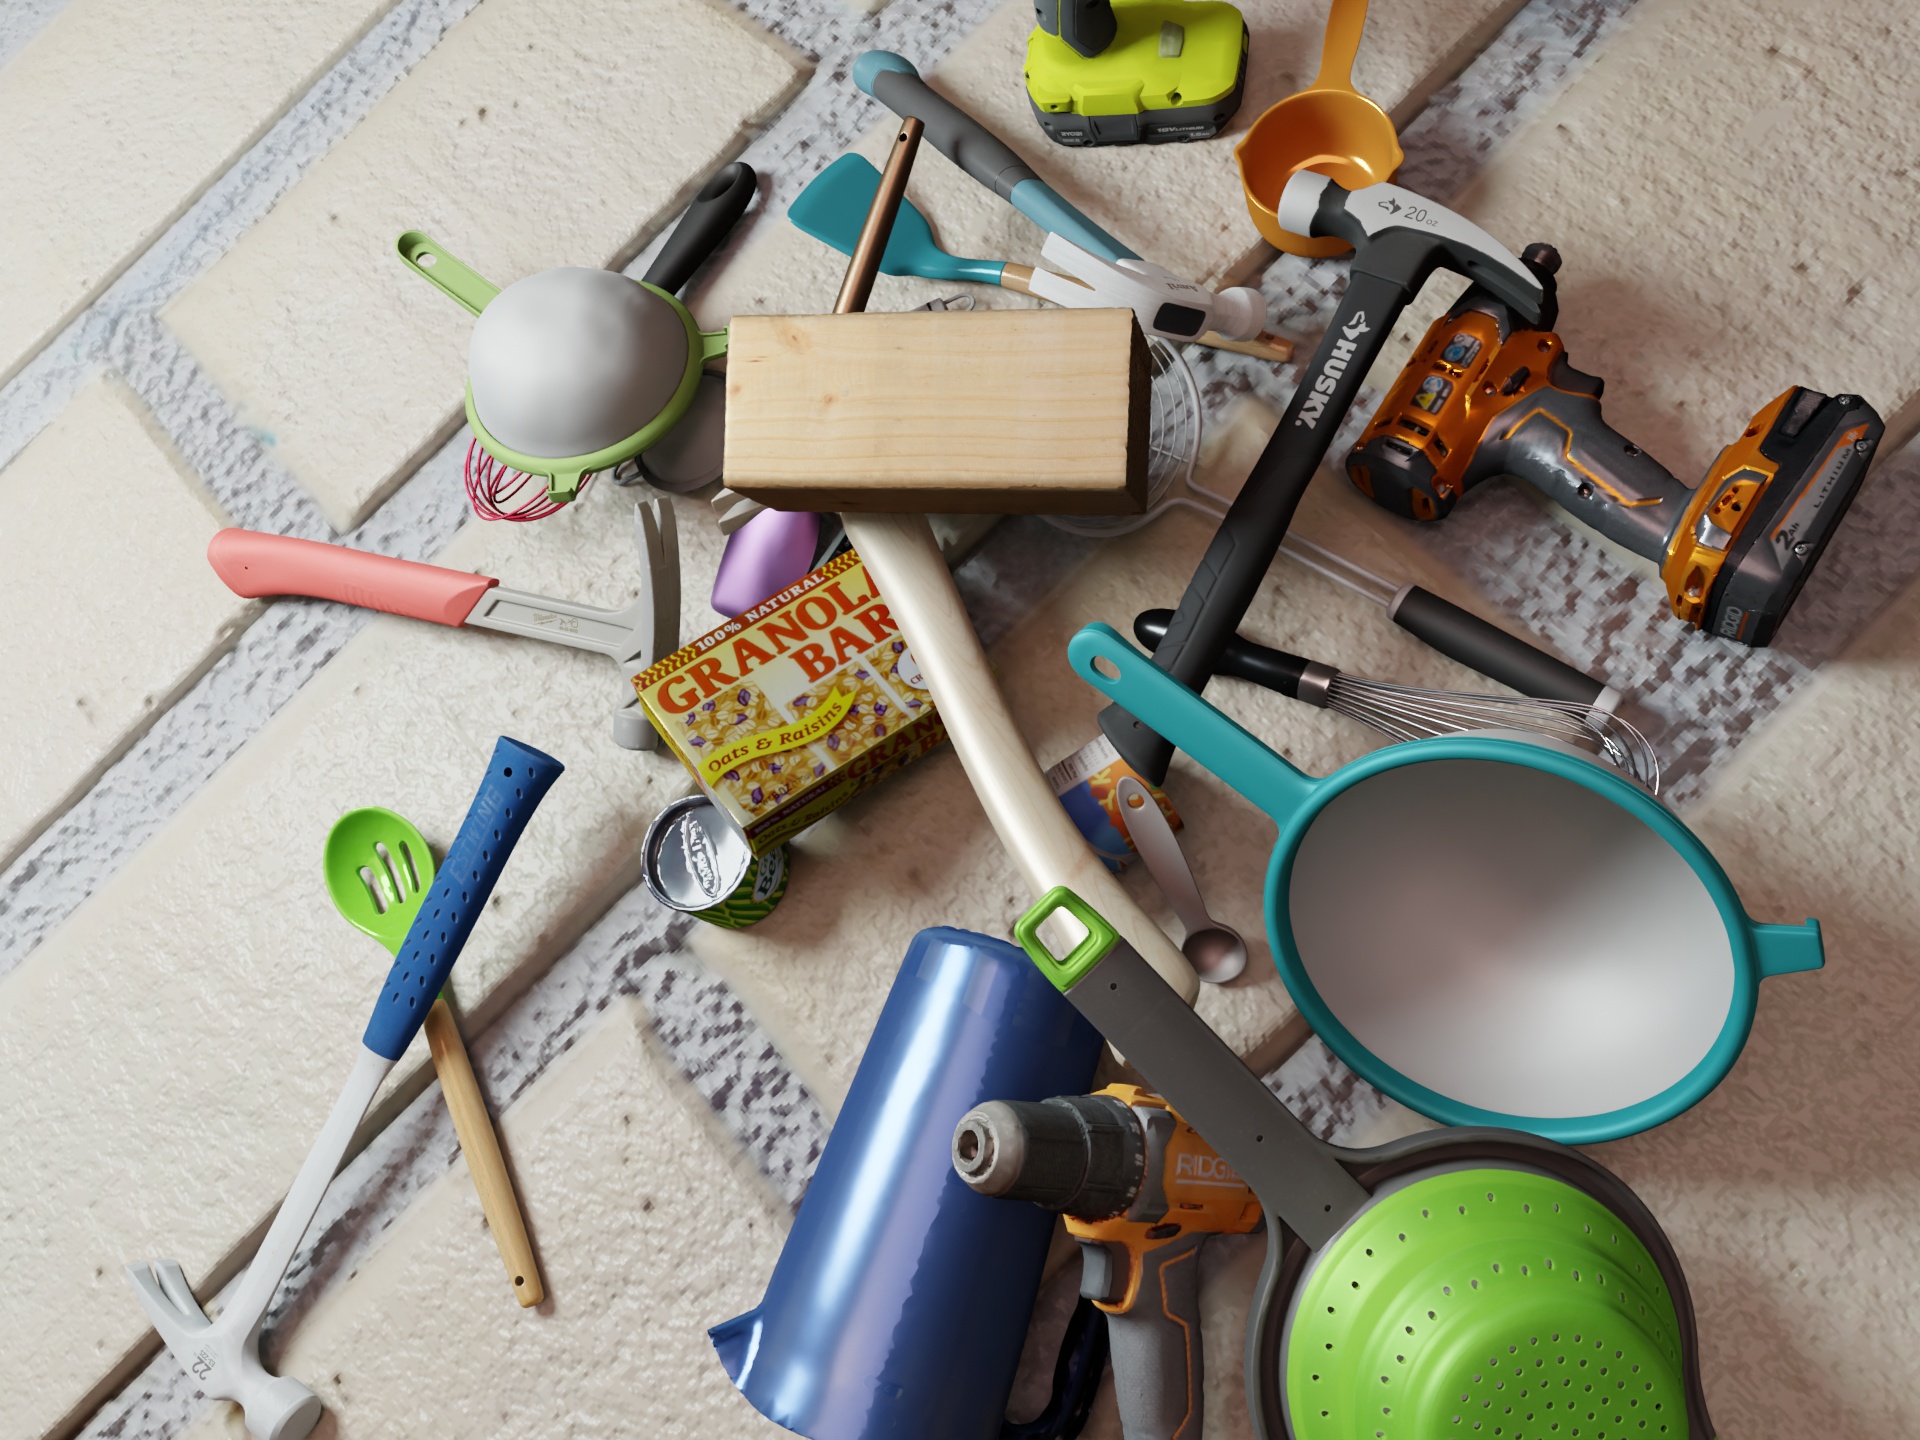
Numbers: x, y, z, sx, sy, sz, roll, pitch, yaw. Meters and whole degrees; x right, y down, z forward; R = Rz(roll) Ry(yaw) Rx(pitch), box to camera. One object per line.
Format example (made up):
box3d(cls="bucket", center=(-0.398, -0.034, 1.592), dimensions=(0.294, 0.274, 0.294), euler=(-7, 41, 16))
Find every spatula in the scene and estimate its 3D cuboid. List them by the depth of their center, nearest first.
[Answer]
box3d(cls="spatula", center=(-0.079, -0.207, 0.953), dimensions=(0.060, 0.018, 0.316), euler=(21, 95, 21))
box3d(cls="spatula", center=(0.049, -0.270, 0.955), dimensions=(0.317, 0.044, 0.082), euler=(21, 54, 19))

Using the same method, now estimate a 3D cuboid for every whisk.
box3d(cls="whisk", center=(0.215, -0.008, 0.820), dimensions=(0.285, 0.070, 0.070), euler=(21, 81, 26))
box3d(cls="whisk", center=(-0.218, -0.245, 1.021), dimensions=(0.073, 0.073, 0.296), euler=(27, 76, 22))

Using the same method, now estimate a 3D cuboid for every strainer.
box3d(cls="strainer", center=(0.205, 0.046, 0.746), dimensions=(0.340, 0.095, 0.211), euler=(37, 130, 11))
box3d(cls="strainer", center=(-0.272, -0.252, 0.964), dimensions=(0.256, 0.069, 0.151), euler=(37, 74, 23))
box3d(cls="strainer", center=(-0.111, -0.212, 0.988), dimensions=(0.258, 0.050, 0.087), euler=(-22, 66, 5))

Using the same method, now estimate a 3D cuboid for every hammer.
box3d(cls="hammer", center=(0.166, -0.119, 0.806), dimensions=(0.146, 0.035, 0.335), euler=(26, 83, 22))
box3d(cls="hammer", center=(-0.001, -0.003, 0.821), dimensions=(0.146, 0.038, 0.411), euler=(-23, 57, -6))
box3d(cls="hammer", center=(-0.341, 0.195, 0.908), dimensions=(0.144, 0.035, 0.405), euler=(27, 90, 22))
box3d(cls="hammer", center=(0.034, -0.318, 0.943), dimensions=(0.331, 0.128, 0.033), euler=(50, 131, 34))
box3d(cls="hammer", center=(-0.330, -0.088, 0.991), dimensions=(0.359, 0.037, 0.149), euler=(13, 109, 24))

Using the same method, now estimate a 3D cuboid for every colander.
box3d(cls="colander", center=(0.171, 0.222, 0.656), dimensions=(0.204, 0.094, 0.397), euler=(-44, 92, -3))

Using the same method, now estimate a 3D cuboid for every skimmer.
box3d(cls="skimmer", center=(0.178, -0.102, 0.840), dimensions=(0.363, 0.090, 0.127), euler=(32, 82, 22))

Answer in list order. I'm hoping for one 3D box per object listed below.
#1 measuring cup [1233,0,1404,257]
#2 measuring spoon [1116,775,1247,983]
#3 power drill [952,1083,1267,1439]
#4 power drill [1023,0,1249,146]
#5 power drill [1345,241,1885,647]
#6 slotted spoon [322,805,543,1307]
box3d(cls="measuring cup", center=(0.217, -0.351, 0.927), dimensions=(0.095, 0.052, 0.174), euler=(9, 75, 19))
box3d(cls="measuring spoon", center=(0.111, 0.079, 0.813), dimensions=(0.034, 0.018, 0.124), euler=(-23, 104, 20))
box3d(cls="power drill", center=(0.064, 0.278, 0.712), dimensions=(0.084, 0.185, 0.226), euler=(-8, 70, 49))
box3d(cls="power drill", center=(0.090, -0.423, 0.892), dimensions=(0.171, 0.223, 0.080), euler=(4, 75, 18))
box3d(cls="power drill", center=(0.336, -0.151, 0.816), dimensions=(0.227, 0.084, 0.164), euler=(30, 83, 26))
box3d(cls="slotted spoon", center=(-0.302, 0.190, 0.928), dimensions=(0.070, 0.031, 0.314), euler=(-29, 70, 6))
